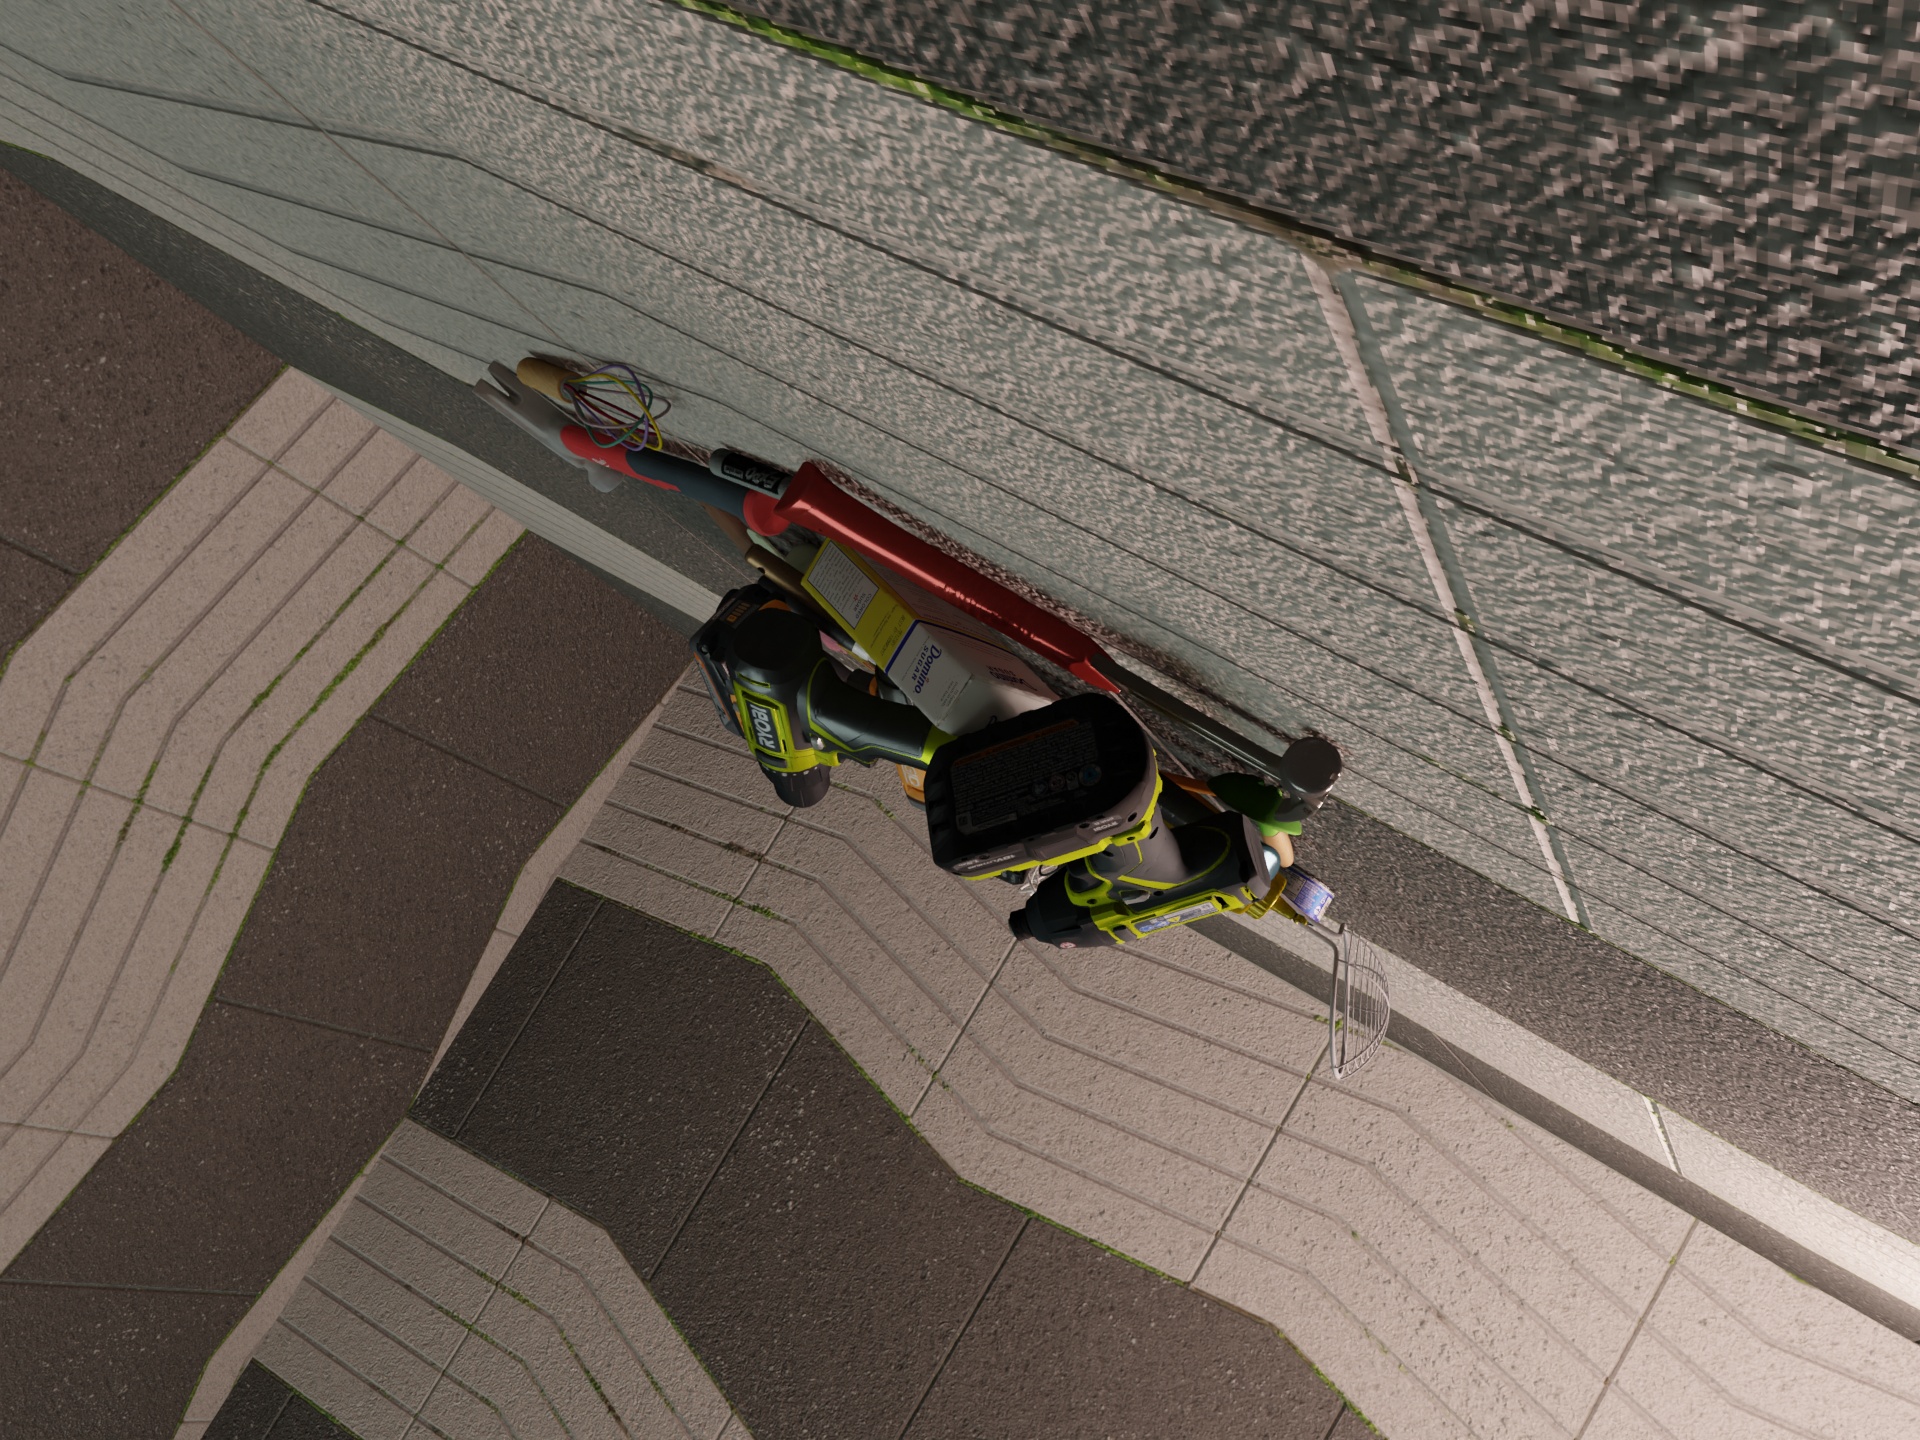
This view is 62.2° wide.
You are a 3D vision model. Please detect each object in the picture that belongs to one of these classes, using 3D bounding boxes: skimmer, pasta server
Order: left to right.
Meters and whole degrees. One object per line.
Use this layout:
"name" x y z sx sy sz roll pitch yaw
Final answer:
"pasta server" -0.153 -0.130 1.409 0.060 0.040 0.316 29 170 28
"skimmer" 0.225 0.148 1.299 0.363 0.127 0.090 42 128 -12

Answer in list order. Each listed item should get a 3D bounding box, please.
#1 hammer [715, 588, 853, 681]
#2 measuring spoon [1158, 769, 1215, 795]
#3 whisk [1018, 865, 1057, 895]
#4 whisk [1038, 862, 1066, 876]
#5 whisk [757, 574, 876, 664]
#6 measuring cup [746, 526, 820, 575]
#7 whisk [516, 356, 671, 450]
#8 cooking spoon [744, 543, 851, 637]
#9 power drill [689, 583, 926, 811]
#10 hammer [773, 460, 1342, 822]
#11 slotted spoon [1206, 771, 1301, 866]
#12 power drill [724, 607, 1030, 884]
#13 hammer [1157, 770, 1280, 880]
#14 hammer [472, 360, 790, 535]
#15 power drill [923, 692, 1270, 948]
"hammer" -0.079 -0.016 1.429 0.149 0.036 0.408 36 180 40
"measuring spoon" 0.154 0.038 1.201 0.117 0.011 0.021 16 -159 29
"whisk" 0.123 0.099 1.280 0.246 0.058 0.059 -19 -101 -52
"whisk" 0.094 0.066 1.218 0.055 0.055 0.239 31 -160 3
"whisk" -0.053 -0.048 1.355 0.284 0.070 0.070 32 175 5
"measuring cup" -0.117 -0.122 1.202 0.083 0.038 0.167 29 173 23
"whisk" -0.252 -0.216 1.067 0.047 0.051 0.245 28 -179 -37
"cooking spoon" -0.012 -0.023 1.077 0.318 0.017 0.069 35 153 -15
"power drill" -0.094 -0.032 1.188 0.226 0.084 0.185 20 145 30
"hammer" 0.053 -0.047 0.926 0.359 0.037 0.149 30 175 8
"slotted spoon" 0.227 0.080 1.167 0.070 0.031 0.313 32 177 20
"power drill" -0.047 0.027 1.088 0.228 0.080 0.190 20 148 16
"hammer" 0.089 0.015 1.149 0.331 0.033 0.128 36 179 25
"hammer" -0.243 -0.199 1.191 0.143 0.038 0.387 37 172 -37
"power drill" 0.075 0.078 0.962 0.223 0.171 0.080 43 -148 -54
